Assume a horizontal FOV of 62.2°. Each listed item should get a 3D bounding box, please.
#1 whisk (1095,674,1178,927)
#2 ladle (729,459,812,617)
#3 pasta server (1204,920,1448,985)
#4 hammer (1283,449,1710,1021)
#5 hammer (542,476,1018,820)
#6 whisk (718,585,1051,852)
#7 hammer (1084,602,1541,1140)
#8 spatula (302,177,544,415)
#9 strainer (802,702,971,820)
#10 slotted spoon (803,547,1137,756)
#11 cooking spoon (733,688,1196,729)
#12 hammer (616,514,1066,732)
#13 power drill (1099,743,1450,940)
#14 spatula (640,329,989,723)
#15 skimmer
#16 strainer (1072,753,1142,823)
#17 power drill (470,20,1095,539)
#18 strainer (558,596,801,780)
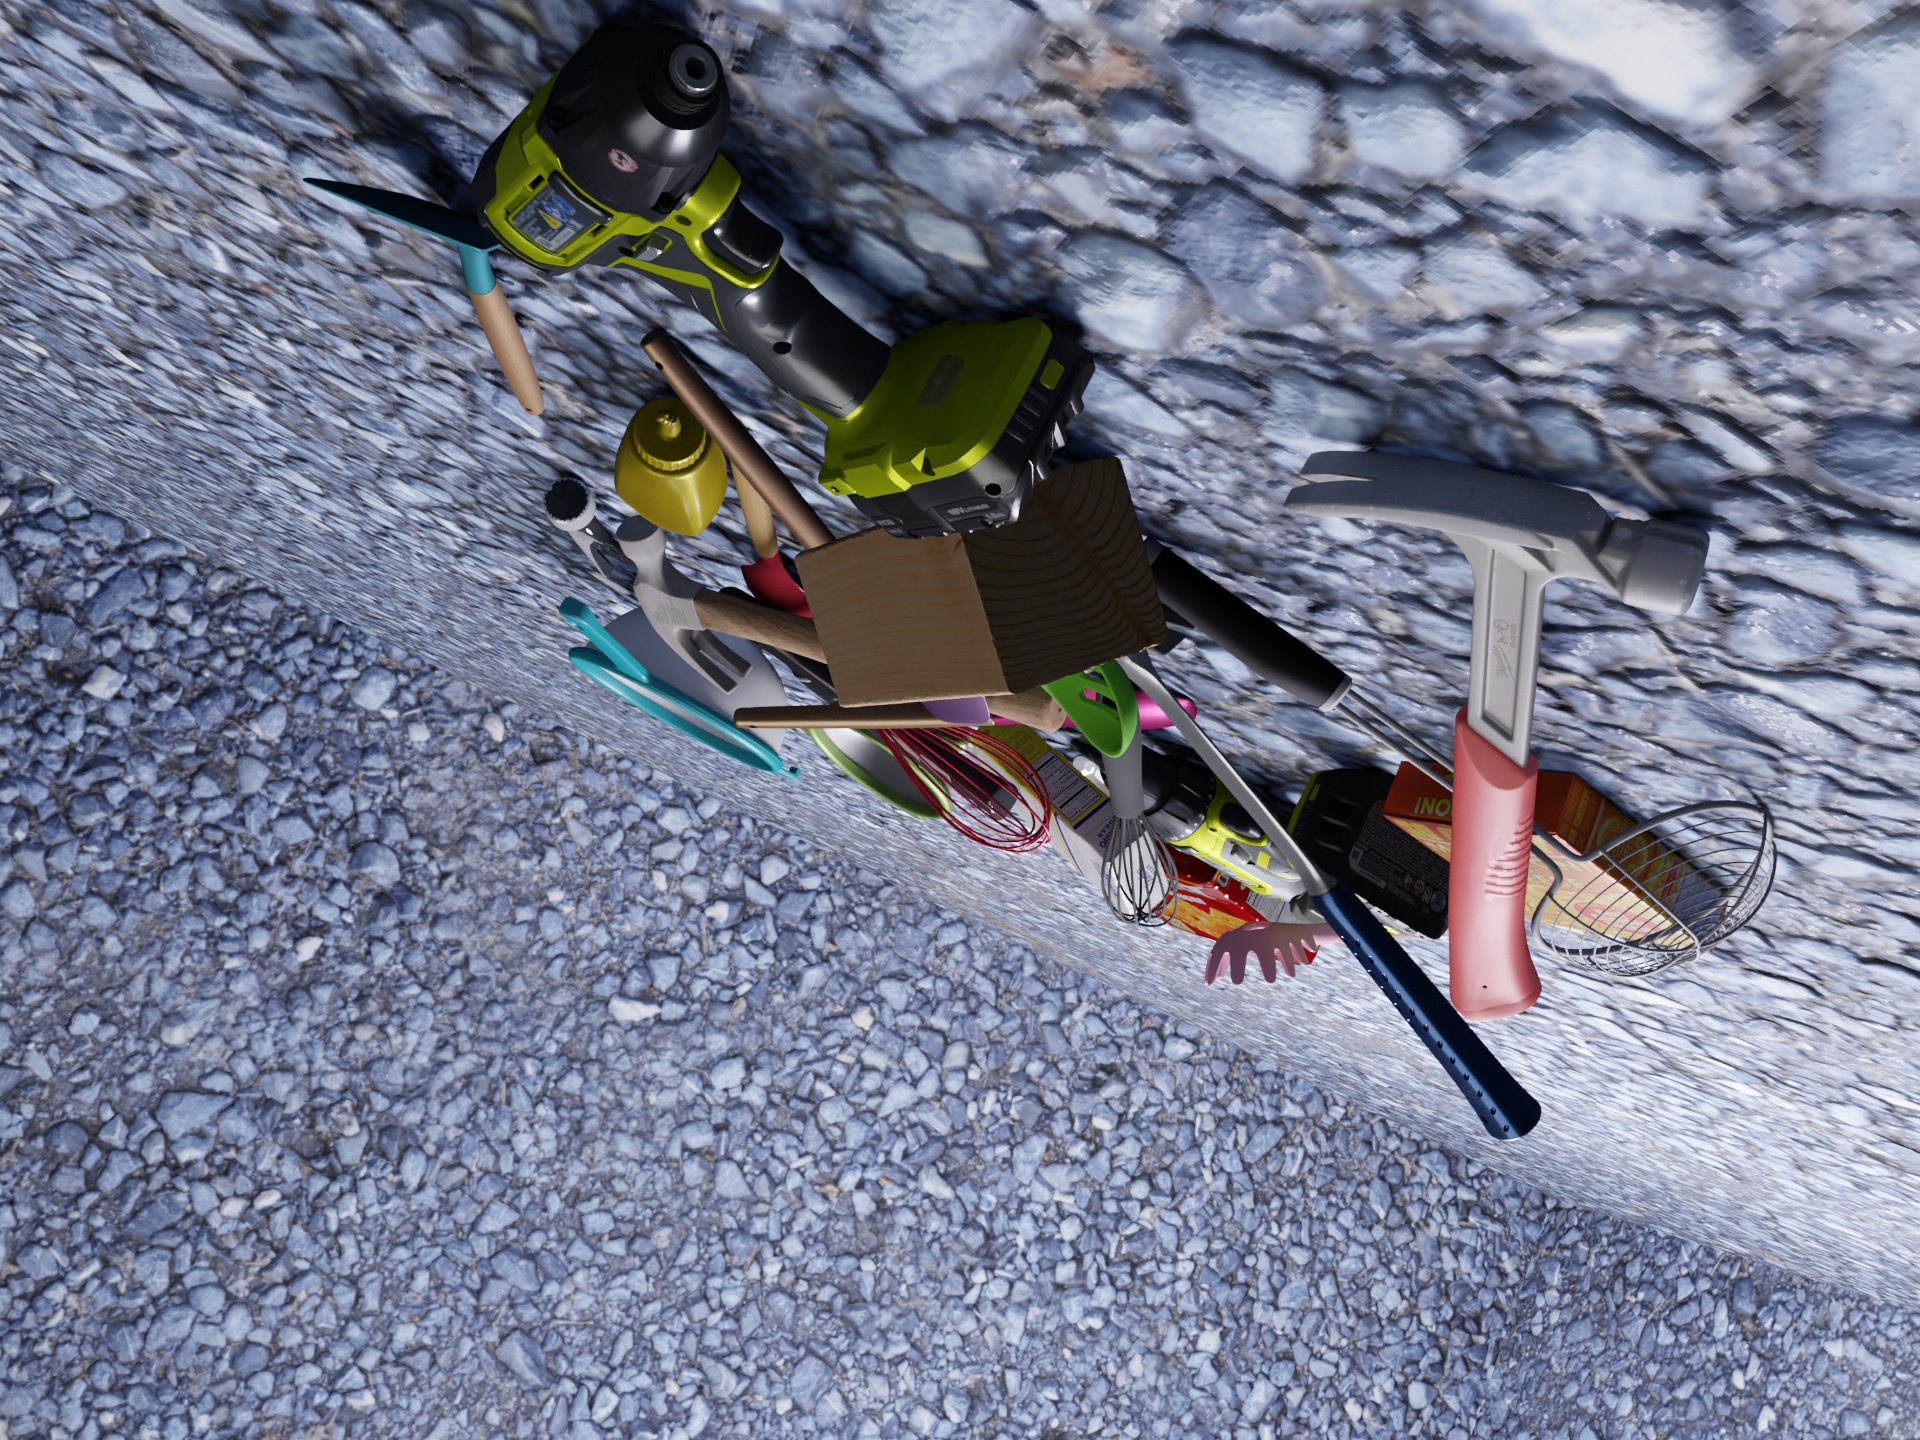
[{"bbox_3d":[0.114,0.058,1.063,0.055,0.055,0.238,18,140,29],"label":"whisk"},{"bbox_3d":[-0.127,-0.122,1.034,0.069,0.031,0.315,24,167,5],"label":"ladle"},{"bbox_3d":[0.284,0.159,1.144,0.316,0.040,0.060,3,170,-43],"label":"pasta server"},{"bbox_3d":[0.228,0.030,0.709,0.149,0.037,0.358,17,148,27],"label":"hammer"},{"bbox_3d":[-0.132,-0.045,1.207,0.409,0.036,0.149,33,171,3],"label":"hammer"},{"bbox_3d":[-0.054,-0.004,1.132,0.296,0.073,0.073,37,168,2],"label":"whisk"},{"bbox_3d":[0.208,0.090,0.932,0.405,0.035,0.144,49,162,-8],"label":"hammer"},{"bbox_3d":[-0.255,-0.213,0.841,0.082,0.044,0.317,21,169,-2],"label":"spatula"},{"bbox_3d":[-0.036,0.010,1.333,0.151,0.069,0.256,39,160,-13],"label":"strainer"},{"bbox_3d":[-0.001,-0.057,0.937,0.314,0.031,0.070,30,142,44],"label":"slotted spoon"},{"bbox_3d":[-0.002,-0.003,1.072,0.319,0.017,0.068,0,158,13],"label":"cooking spoon"},{"bbox_3d":[-0.079,-0.047,1.039,0.331,0.031,0.129,17,141,28],"label":"hammer"},{"bbox_3d":[0.217,0.074,1.093,0.190,0.080,0.228,30,170,-25],"label":"power drill"},{"bbox_3d":[-0.074,-0.096,0.894,0.060,0.018,0.315,0,142,42],"label":"spatula"},{"bbox_3d":[0.244,0.009,0.807,0.363,0.090,0.127,35,126,1],"label":"skimmer"},{"bbox_3d":[0.088,0.049,1.326,0.259,0.050,0.086,17,134,58],"label":"strainer"},{"bbox_3d":[-0.064,-0.164,0.604,0.223,0.080,0.171,34,165,-27],"label":"power drill"},{"bbox_3d":[-0.243,-0.063,1.344,0.211,0.095,0.340,25,168,18],"label":"strainer"}]
